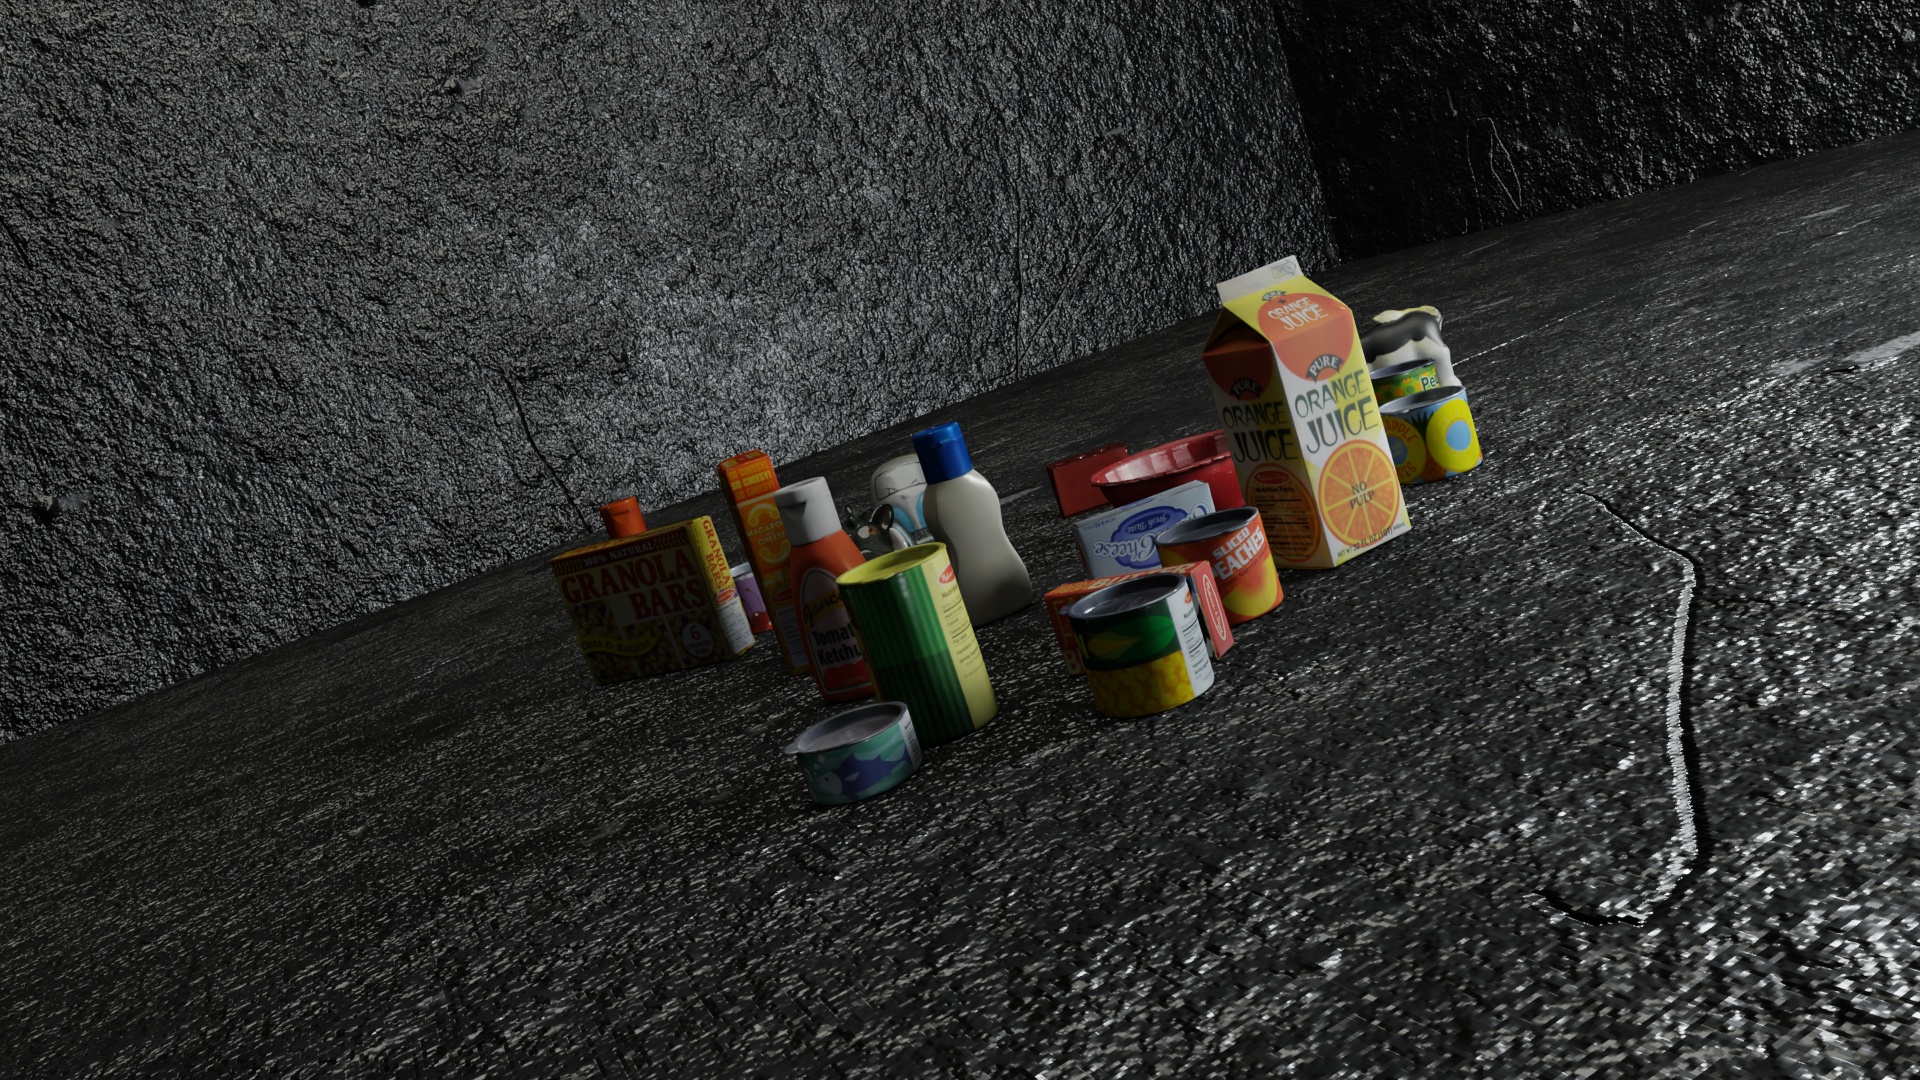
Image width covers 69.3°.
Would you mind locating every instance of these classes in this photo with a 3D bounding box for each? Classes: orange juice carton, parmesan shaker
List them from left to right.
[{"bbox_3d":[-0.025,0.061,0.798,0.071,0.103,0.071,-18,9,3],"label":"parmesan shaker"},{"bbox_3d":[0.217,-0.083,0.898,0.072,0.192,0.073,-22,10,-26],"label":"orange juice carton"}]

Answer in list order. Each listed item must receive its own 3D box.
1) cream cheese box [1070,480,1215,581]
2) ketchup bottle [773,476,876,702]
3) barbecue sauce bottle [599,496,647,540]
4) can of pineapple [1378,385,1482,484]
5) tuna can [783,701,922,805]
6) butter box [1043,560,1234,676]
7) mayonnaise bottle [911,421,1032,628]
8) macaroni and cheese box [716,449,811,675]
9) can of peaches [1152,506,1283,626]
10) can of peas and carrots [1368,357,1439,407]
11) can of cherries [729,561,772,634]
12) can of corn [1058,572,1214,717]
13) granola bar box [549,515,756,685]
[{"bbox_3d":[0.137,-0.003,1.011,0.104,0.053,0.024,-19,9,-8],"label":"cream cheese box"},{"bbox_3d":[-0.085,0.032,0.936,0.064,0.148,0.044,-15,9,18],"label":"ketchup bottle"},{"bbox_3d":[-0.310,0.032,1.354,0.065,0.148,0.043,-20,9,-12],"label":"barbecue sauce bottle"},{"bbox_3d":[0.348,-0.078,1.037,0.071,0.057,0.071,-18,9,3],"label":"can of pineapple"},{"bbox_3d":[-0.058,0.116,0.757,0.071,0.032,0.071,-18,9,3],"label":"tuna can"},{"bbox_3d":[0.101,0.046,0.802,0.103,0.053,0.024,-11,11,37],"label":"butter box"},{"bbox_3d":[0.004,-0.013,1.031,0.065,0.148,0.041,-21,9,-17],"label":"mayonnaise bottle"},{"bbox_3d":[-0.148,0.014,1.105,0.040,0.166,0.124,-20,9,-10],"label":"macaroni and cheese box"},{"bbox_3d":[0.158,0.017,0.844,0.071,0.058,0.071,-18,9,3],"label":"can of peaches"},{"bbox_3d":[0.389,-0.123,1.215,0.071,0.058,0.071,-18,9,3],"label":"can of peas and carrots"},{"bbox_3d":[-0.186,0.050,1.295,0.071,0.058,0.071,-18,9,3],"label":"can of cherries"},{"bbox_3d":[0.094,0.056,0.741,0.071,0.058,0.071,-18,9,3],"label":"can of corn"},{"bbox_3d":[-0.275,0.055,1.232,0.165,0.124,0.039,-13,10,29],"label":"granola bar box"}]
